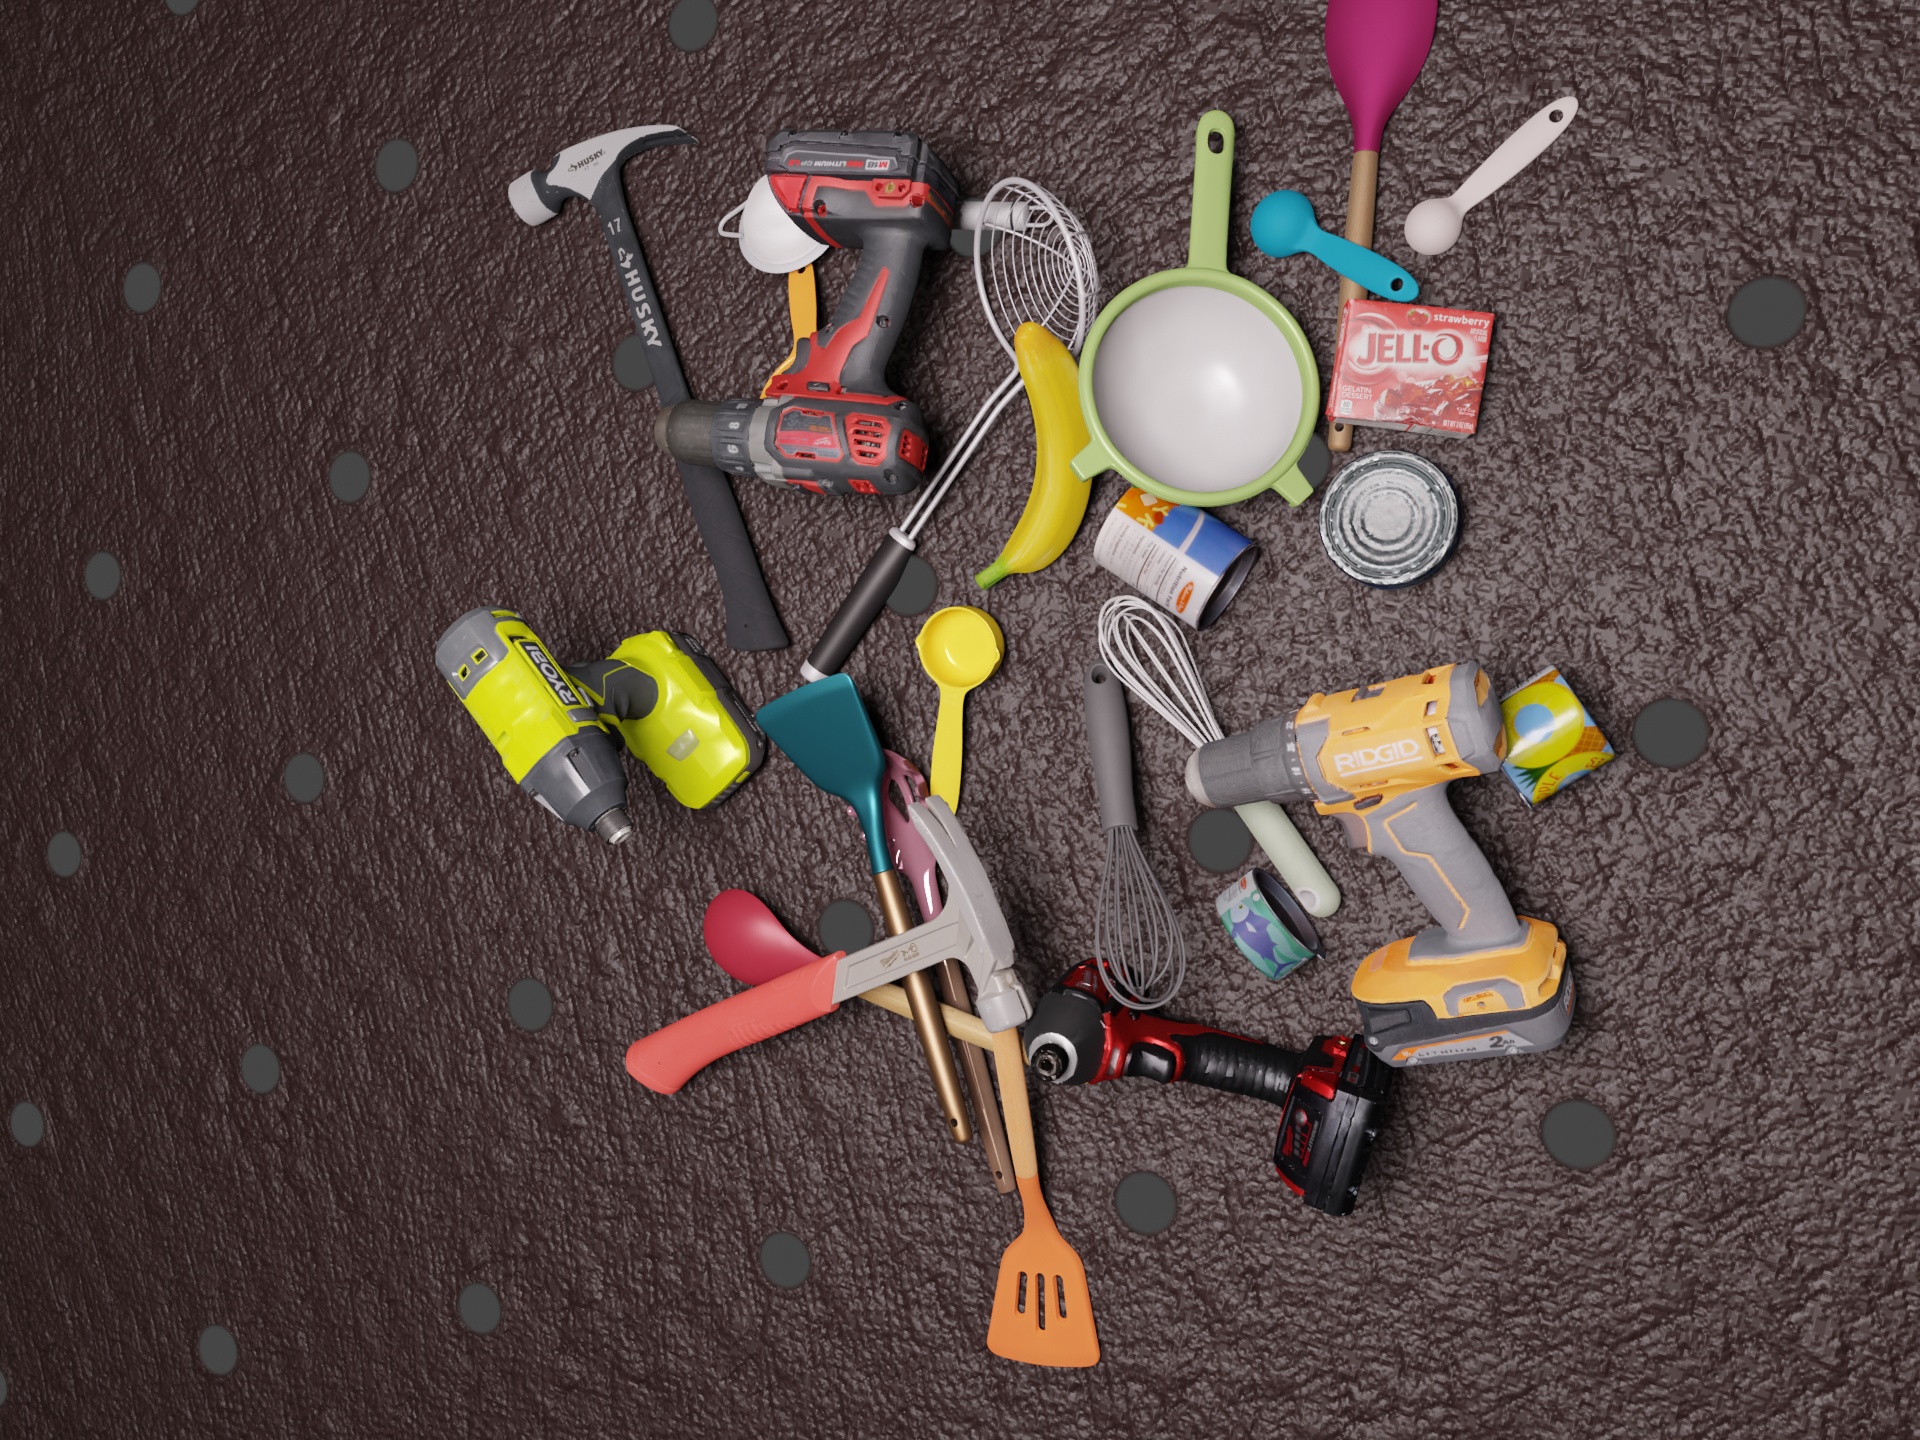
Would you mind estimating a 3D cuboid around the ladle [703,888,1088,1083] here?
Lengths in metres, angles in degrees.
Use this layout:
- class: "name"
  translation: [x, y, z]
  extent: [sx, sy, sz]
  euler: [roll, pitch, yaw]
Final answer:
- class: "ladle"
  translation: [-0.053, 0.189, 1.093]
  extent: [0.315, 0.031, 0.069]
  euler: [17, 110, 23]

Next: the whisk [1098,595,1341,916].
- class: "whisk"
  translation: [0.167, 0.021, 1.022]
  extent: [0.246, 0.059, 0.057]
  euler: [56, 143, 7]

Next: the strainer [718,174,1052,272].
- class: "strainer"
  translation: [-0.060, -0.353, 1.102]
  extent: [0.258, 0.050, 0.087]
  euler: [6, 79, 17]

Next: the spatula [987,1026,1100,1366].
- class: "spatula"
  translation: [0.038, 0.283, 1.047]
  extent: [0.081, 0.041, 0.322]
  euler: [-1, 112, 21]

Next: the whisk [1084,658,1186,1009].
- class: "whisk"
  translation: [0.105, 0.067, 1.013]
  extent: [0.055, 0.055, 0.239]
  euler: [-15, 64, 20]

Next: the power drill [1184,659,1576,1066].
- class: "power drill"
  translation: [0.247, 0.088, 0.936]
  extent: [0.185, 0.084, 0.226]
  euler: [-15, 105, 31]

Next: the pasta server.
- class: "pasta server"
  translation: [-0.013, 0.171, 1.095]
  extent: [0.060, 0.040, 0.316]
  euler: [-17, 86, 30]

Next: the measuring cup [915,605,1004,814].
- class: "measuring cup"
  translation: [-0.002, -0.004, 1.099]
  extent: [0.062, 0.029, 0.156]
  euler: [11, 107, 20]

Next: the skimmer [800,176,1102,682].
- class: "skimmer"
  translation: [-0.025, -0.181, 1.064]
  extent: [0.363, 0.090, 0.127]
  euler: [-55, 49, 15]

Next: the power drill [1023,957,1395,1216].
- class: "power drill"
  translation: [0.147, 0.216, 0.980]
  extent: [0.220, 0.143, 0.078]
  euler: [17, 103, 17]

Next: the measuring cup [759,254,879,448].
- class: "measuring cup"
  translation: [-0.095, -0.247, 1.116]
  extent: [0.095, 0.052, 0.174]
  euler: [-17, 64, 21]

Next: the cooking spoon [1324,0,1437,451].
- class: "cooking spoon"
  translation: [0.252, -0.328, 0.994]
  extent: [0.069, 0.017, 0.319]
  euler: [6, 93, 23]

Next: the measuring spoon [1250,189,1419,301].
- class: "measuring spoon"
  translation: [0.229, -0.292, 0.985]
  extent: [0.129, 0.021, 0.042]
  euler: [41, 113, 31]

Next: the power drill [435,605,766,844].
- class: "power drill"
  translation: [-0.231, 0.006, 1.074]
  extent: [0.080, 0.223, 0.171]
  euler: [-43, 77, 17]

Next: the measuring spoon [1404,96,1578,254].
- class: "measuring spoon"
  translation: [0.323, -0.334, 0.967]
  extent: [0.124, 0.018, 0.034]
  euler: [-41, 77, 16]

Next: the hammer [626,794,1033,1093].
- class: "hammer"
  translation: [-0.112, 0.177, 1.074]
  extent: [0.359, 0.036, 0.149]
  euler: [-27, 84, 37]

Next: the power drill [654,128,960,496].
- class: "power drill"
  translation: [-0.100, -0.261, 1.038]
  extent: [0.188, 0.080, 0.227]
  euler: [9, 87, 21]

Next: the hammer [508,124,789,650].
- class: "hammer"
  translation: [-0.204, -0.240, 1.161]
  extent: [0.149, 0.036, 0.409]
  euler: [-22, 84, 19]

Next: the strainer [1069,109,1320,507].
- class: "strainer"
  translation: [0.148, -0.254, 1.009]
  extent: [0.151, 0.069, 0.256]
  euler: [6, 81, -5]

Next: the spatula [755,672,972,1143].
- class: "spatula"
  translation: [-0.051, 0.128, 1.058]
  extent: [0.082, 0.044, 0.317]
  euler: [-23, 80, 26]
